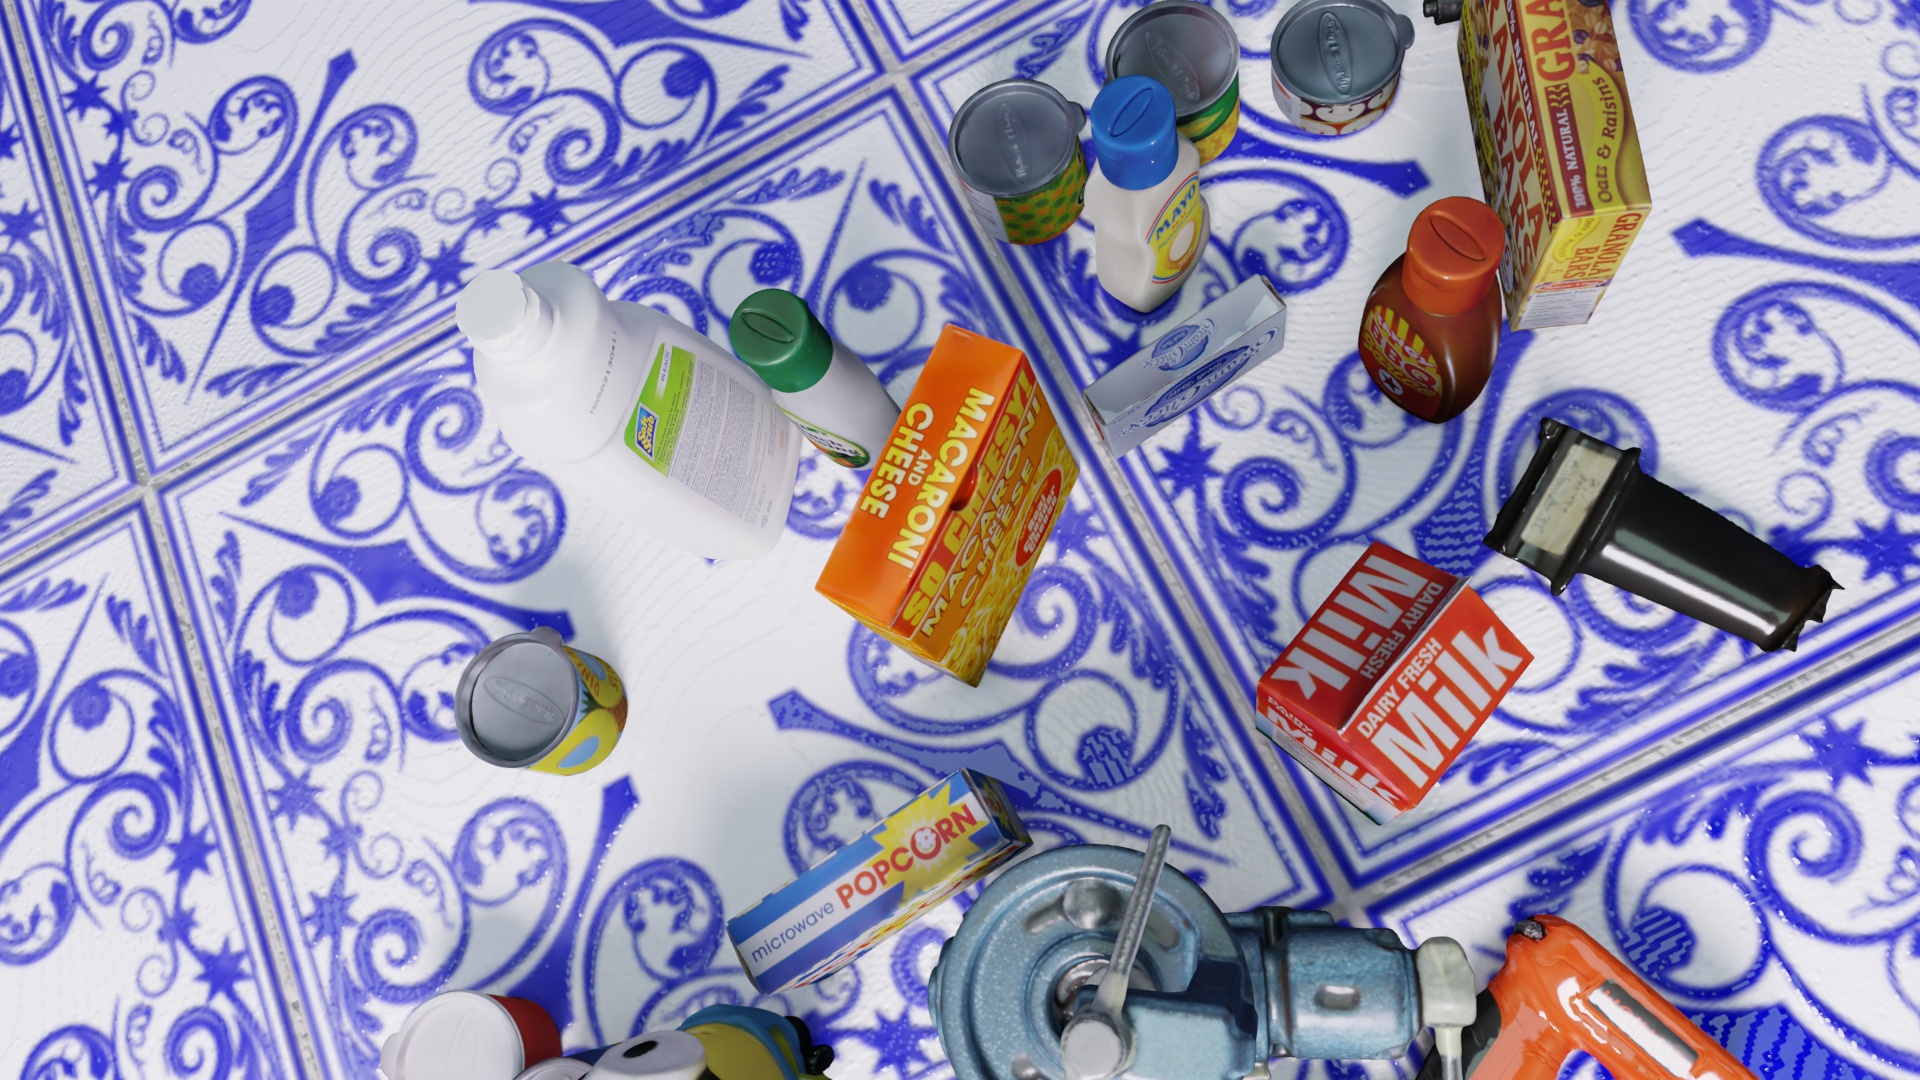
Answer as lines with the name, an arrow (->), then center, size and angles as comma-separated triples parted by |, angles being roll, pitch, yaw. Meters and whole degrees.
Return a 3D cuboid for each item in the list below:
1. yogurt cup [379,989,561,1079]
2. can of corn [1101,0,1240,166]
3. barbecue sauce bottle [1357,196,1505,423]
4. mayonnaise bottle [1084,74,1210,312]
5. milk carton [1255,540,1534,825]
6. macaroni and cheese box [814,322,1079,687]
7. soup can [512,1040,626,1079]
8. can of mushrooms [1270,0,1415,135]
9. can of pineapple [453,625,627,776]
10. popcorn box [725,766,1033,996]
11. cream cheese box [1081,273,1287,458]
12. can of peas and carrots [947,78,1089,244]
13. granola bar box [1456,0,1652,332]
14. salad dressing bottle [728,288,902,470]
yogurt cup -> -0.227, 0.248, 0.661 | 0.072, 0.054, 0.072 | -3, 75, 11
can of corn -> 0.108, -0.231, 0.714 | 0.071, 0.058, 0.071 | -3, 75, 11
barbecue sauce bottle -> 0.209, -0.102, 0.611 | 0.043, 0.148, 0.065 | -40, 72, 0
mayonnaise bottle -> 0.087, -0.162, 0.653 | 0.041, 0.148, 0.065 | 37, 86, 18
milk carton -> 0.168, 0.060, 0.555 | 0.073, 0.190, 0.072 | 39, 87, 18
macaroni and cheese box -> 0.002, -0.008, 0.621 | 0.040, 0.166, 0.124 | 23, 82, 17
soup can -> -0.165, 0.264, 0.628 | 0.071, 0.083, 0.071 | -3, 75, 11
can of mushrooms -> 0.195, -0.245, 0.712 | 0.071, 0.033, 0.071 | -3, 75, 11
can of pineapple -> -0.208, 0.082, 0.699 | 0.071, 0.057, 0.071 | -3, 75, 11
popcorn box -> -0.034, 0.154, 0.629 | 0.127, 0.085, 0.038 | -34, 72, 2
cream cheese box -> 0.110, -0.084, 0.678 | 0.104, 0.053, 0.024 | -34, 72, 2
can of peas and carrots -> 0.034, -0.196, 0.720 | 0.071, 0.058, 0.071 | -3, 75, 11
granola bar box -> 0.266, -0.195, 0.637 | 0.039, 0.124, 0.166 | -7, 75, 10
salad dressing bottle -> -0.068, -0.075, 0.663 | 0.064, 0.147, 0.044 | 29, 84, 17
